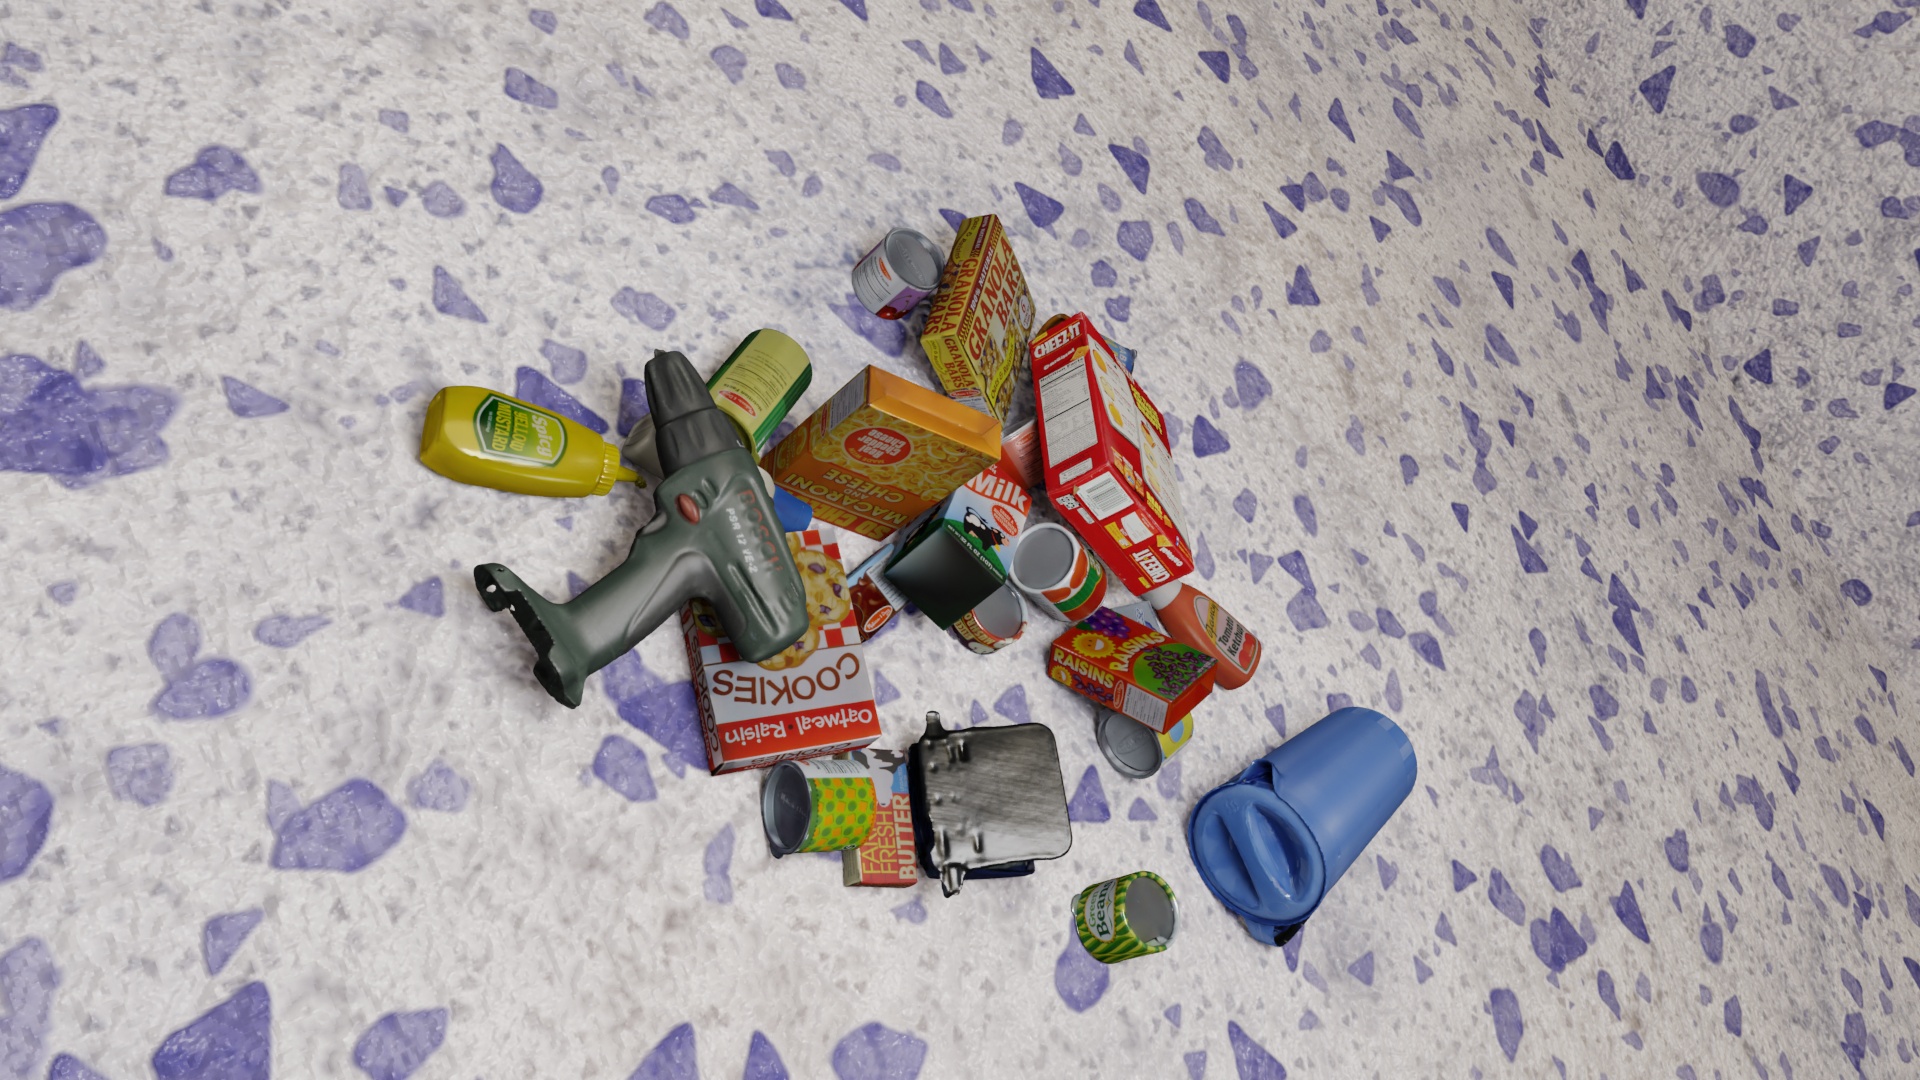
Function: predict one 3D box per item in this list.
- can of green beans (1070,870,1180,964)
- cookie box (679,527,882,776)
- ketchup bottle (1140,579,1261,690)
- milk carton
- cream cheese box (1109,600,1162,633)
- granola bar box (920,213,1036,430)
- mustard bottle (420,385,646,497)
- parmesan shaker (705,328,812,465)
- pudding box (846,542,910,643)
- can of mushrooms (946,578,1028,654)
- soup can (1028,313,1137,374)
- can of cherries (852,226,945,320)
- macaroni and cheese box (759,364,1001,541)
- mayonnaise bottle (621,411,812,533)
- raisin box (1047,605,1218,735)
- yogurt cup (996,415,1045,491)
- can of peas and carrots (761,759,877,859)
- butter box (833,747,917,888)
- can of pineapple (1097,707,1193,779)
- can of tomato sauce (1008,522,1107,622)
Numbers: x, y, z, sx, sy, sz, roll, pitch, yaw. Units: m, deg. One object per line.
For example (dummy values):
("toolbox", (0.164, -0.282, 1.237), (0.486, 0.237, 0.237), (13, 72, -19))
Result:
("can of green beans", (0.137, 0.308, 1.137), (0.071, 0.057, 0.071), (19, 57, -31))
("cookie box", (-0.138, 0.080, 1.030), (0.123, 0.040, 0.168), (-6, 71, -26))
("ketchup bottle", (0.225, 0.077, 1.343), (0.148, 0.043, 0.065), (42, 46, -14))
("milk carton", (0.004, -0.015, 1.171), (0.072, 0.073, 0.191), (44, 29, -12))
("cream cheese box", (0.171, 0.109, 1.294), (0.053, 0.024, 0.104), (-10, 74, -42))
("granola bar box", (0.021, -0.201, 1.286), (0.123, 0.039, 0.166), (61, 35, -44))
("mustard bottle", (-0.296, -0.062, 0.986), (0.160, 0.048, 0.065), (14, 62, -33))
("parmesan shaker", (-0.167, -0.112, 1.106), (0.071, 0.071, 0.103), (43, 47, -14))
("pudding box", (-0.073, 0.044, 1.126), (0.049, 0.030, 0.084), (53, 46, -6))
("can of mushrooms", (0.022, 0.063, 1.191), (0.071, 0.033, 0.071), (19, 57, -32))
("soup can", (0.121, -0.180, 1.375), (0.084, 0.071, 0.072), (25, 54, -27))
("can of cherries", (-0.055, -0.244, 1.274), (0.071, 0.058, 0.072), (19, 56, -30))
("macaroni and cheese box", (-0.066, -0.064, 1.094), (0.124, 0.165, 0.040), (21, 56, -30))
("mayonnaise bottle", (-0.182, -0.047, 1.064), (0.148, 0.064, 0.041), (32, 63, -27))
("raisin box", (0.150, 0.112, 1.217), (0.123, 0.039, 0.086), (25, 37, 29))
("yogurt cup", (0.053, -0.076, 1.270), (0.073, 0.072, 0.054), (-39, 102, -44))
("can of peas and carrots", (-0.102, 0.193, 0.999), (0.059, 0.070, 0.071), (6, 64, -38))
("butter box", (-0.064, 0.209, 1.048), (0.053, 0.024, 0.104), (10, 61, -35))
("can of pineapple", (0.163, 0.167, 1.228), (0.058, 0.070, 0.071), (-29, 88, -45))
("can of tomato sauce", (0.086, 0.027, 1.215), (0.083, 0.071, 0.071), (42, 38, -59))
